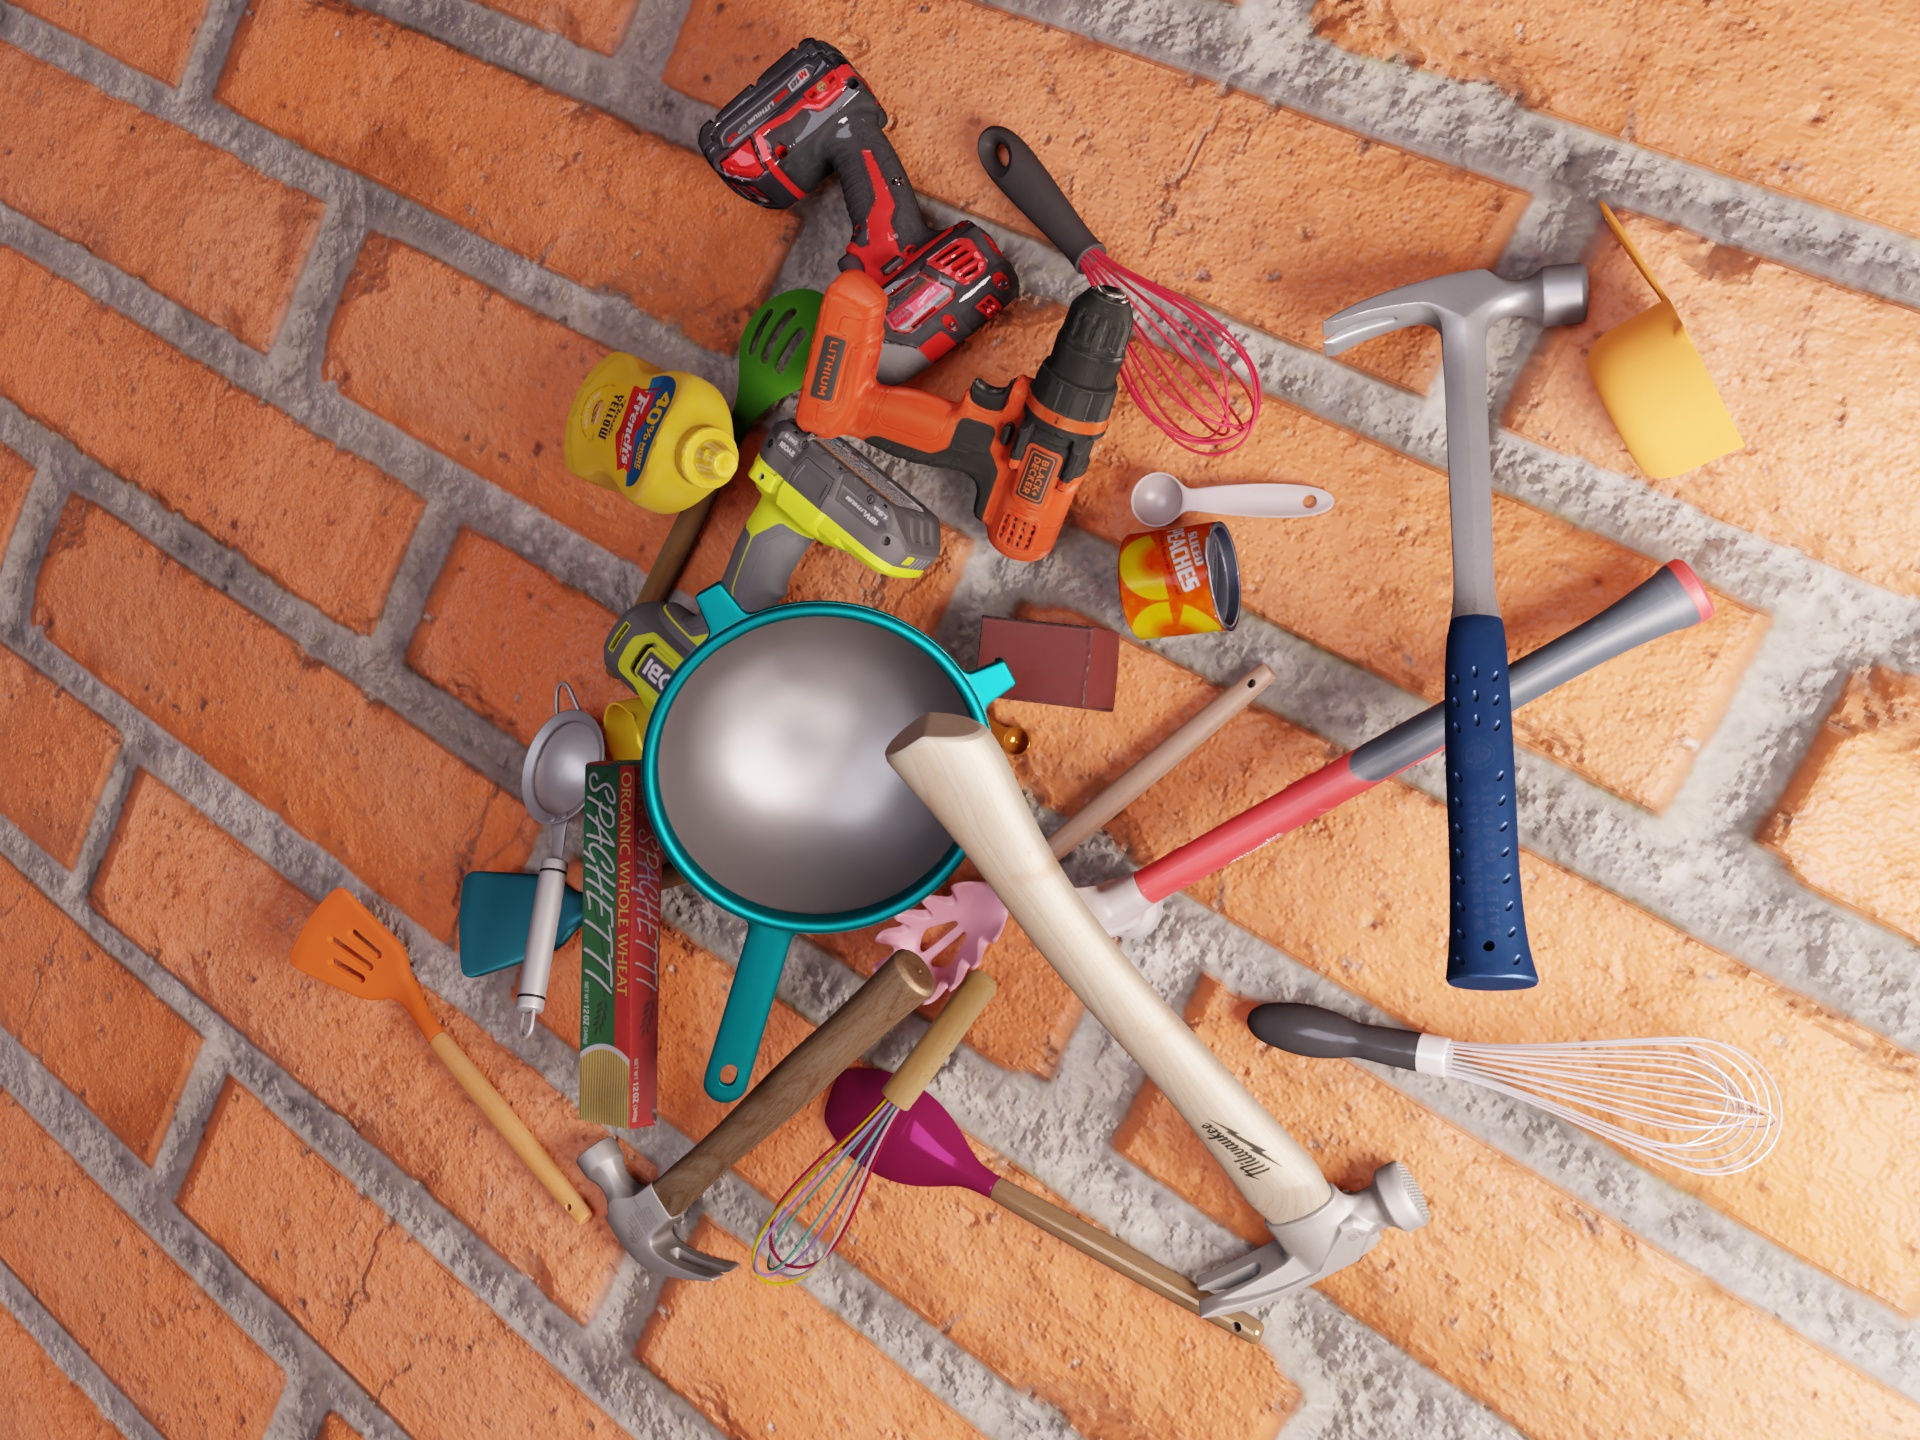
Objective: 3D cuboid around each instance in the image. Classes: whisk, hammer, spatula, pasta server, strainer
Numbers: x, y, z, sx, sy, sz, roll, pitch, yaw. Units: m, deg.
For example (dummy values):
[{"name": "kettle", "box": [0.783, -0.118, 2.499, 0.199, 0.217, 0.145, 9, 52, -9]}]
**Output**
[{"name": "whisk", "box": [-0.053, 0.264, 1.028, 0.047, 0.051, 0.245, 36, 90, 1]}, {"name": "whisk", "box": [0.294, 0.192, 0.876, 0.285, 0.070, 0.070, 5, 90, 30]}, {"name": "hammer", "box": [0.088, 0.164, 0.860, 0.146, 0.038, 0.410, -33, 109, 17]}, {"name": "hammer", "box": [0.226, 0.023, 0.880, 0.386, 0.143, 0.038, -31, 74, 16]}, {"name": "spatula", "box": [-0.218, 0.110, 1.124, 0.317, 0.044, 0.082, -19, 61, 21]}, {"name": "spatula", "box": [-0.386, 0.258, 1.197, 0.323, 0.041, 0.081, 43, 104, 20]}, {"name": "pasta server", "box": [0.071, 0.070, 0.995, 0.316, 0.040, 0.060, -41, 78, 16]}, {"name": "hammer", "box": [0.265, -0.062, 0.840, 0.144, 0.035, 0.406, -2, 69, 17]}, {"name": "hammer", "box": [-0.130, 0.262, 1.059, 0.331, 0.031, 0.130, -45, 73, 26]}, {"name": "whisk", "box": [0.093, -0.277, 0.995, 0.073, 0.073, 0.296, -42, 65, 17]}, {"name": "strainer", "box": [-0.286, 0.098, 1.126, 0.087, 0.050, 0.259, -13, 60, 33]}, {"name": "strainer", "box": [-0.107, 0.077, 1.007, 0.211, 0.095, 0.340, 15, 107, -11]}]

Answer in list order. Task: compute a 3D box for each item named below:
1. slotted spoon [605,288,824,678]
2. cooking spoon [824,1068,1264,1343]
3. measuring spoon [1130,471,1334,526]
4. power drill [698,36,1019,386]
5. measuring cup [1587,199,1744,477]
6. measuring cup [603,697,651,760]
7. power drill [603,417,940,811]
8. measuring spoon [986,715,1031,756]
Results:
[{"name": "slotted spoon", "box": [-0.178, -0.165, 1.131, 0.070, 0.031, 0.313, 34, 103, 20]}, {"name": "cooking spoon", "box": [0.044, 0.307, 1.005, 0.319, 0.017, 0.069, 22, 97, 25]}, {"name": "measuring spoon", "box": [0.167, -0.134, 0.977, 0.124, 0.018, 0.034, 3, 89, 18]}, {"name": "power drill", "box": [-0.073, -0.327, 1.060, 0.143, 0.078, 0.220, -37, 77, 12]}, {"name": "measuring cup", "box": [0.361, -0.208, 0.861, 0.052, 0.095, 0.174, -29, 57, 26]}, {"name": "measuring cup", "box": [-0.200, 0.047, 1.115, 0.157, 0.029, 0.062, 51, 140, 21]}, {"name": "power drill", "box": [-0.117, -0.066, 1.070, 0.191, 0.080, 0.228, 41, 106, 17]}, {"name": "measuring spoon", "box": [-0.002, -0.003, 1.050, 0.117, 0.011, 0.021, 23, 97, 28]}]
